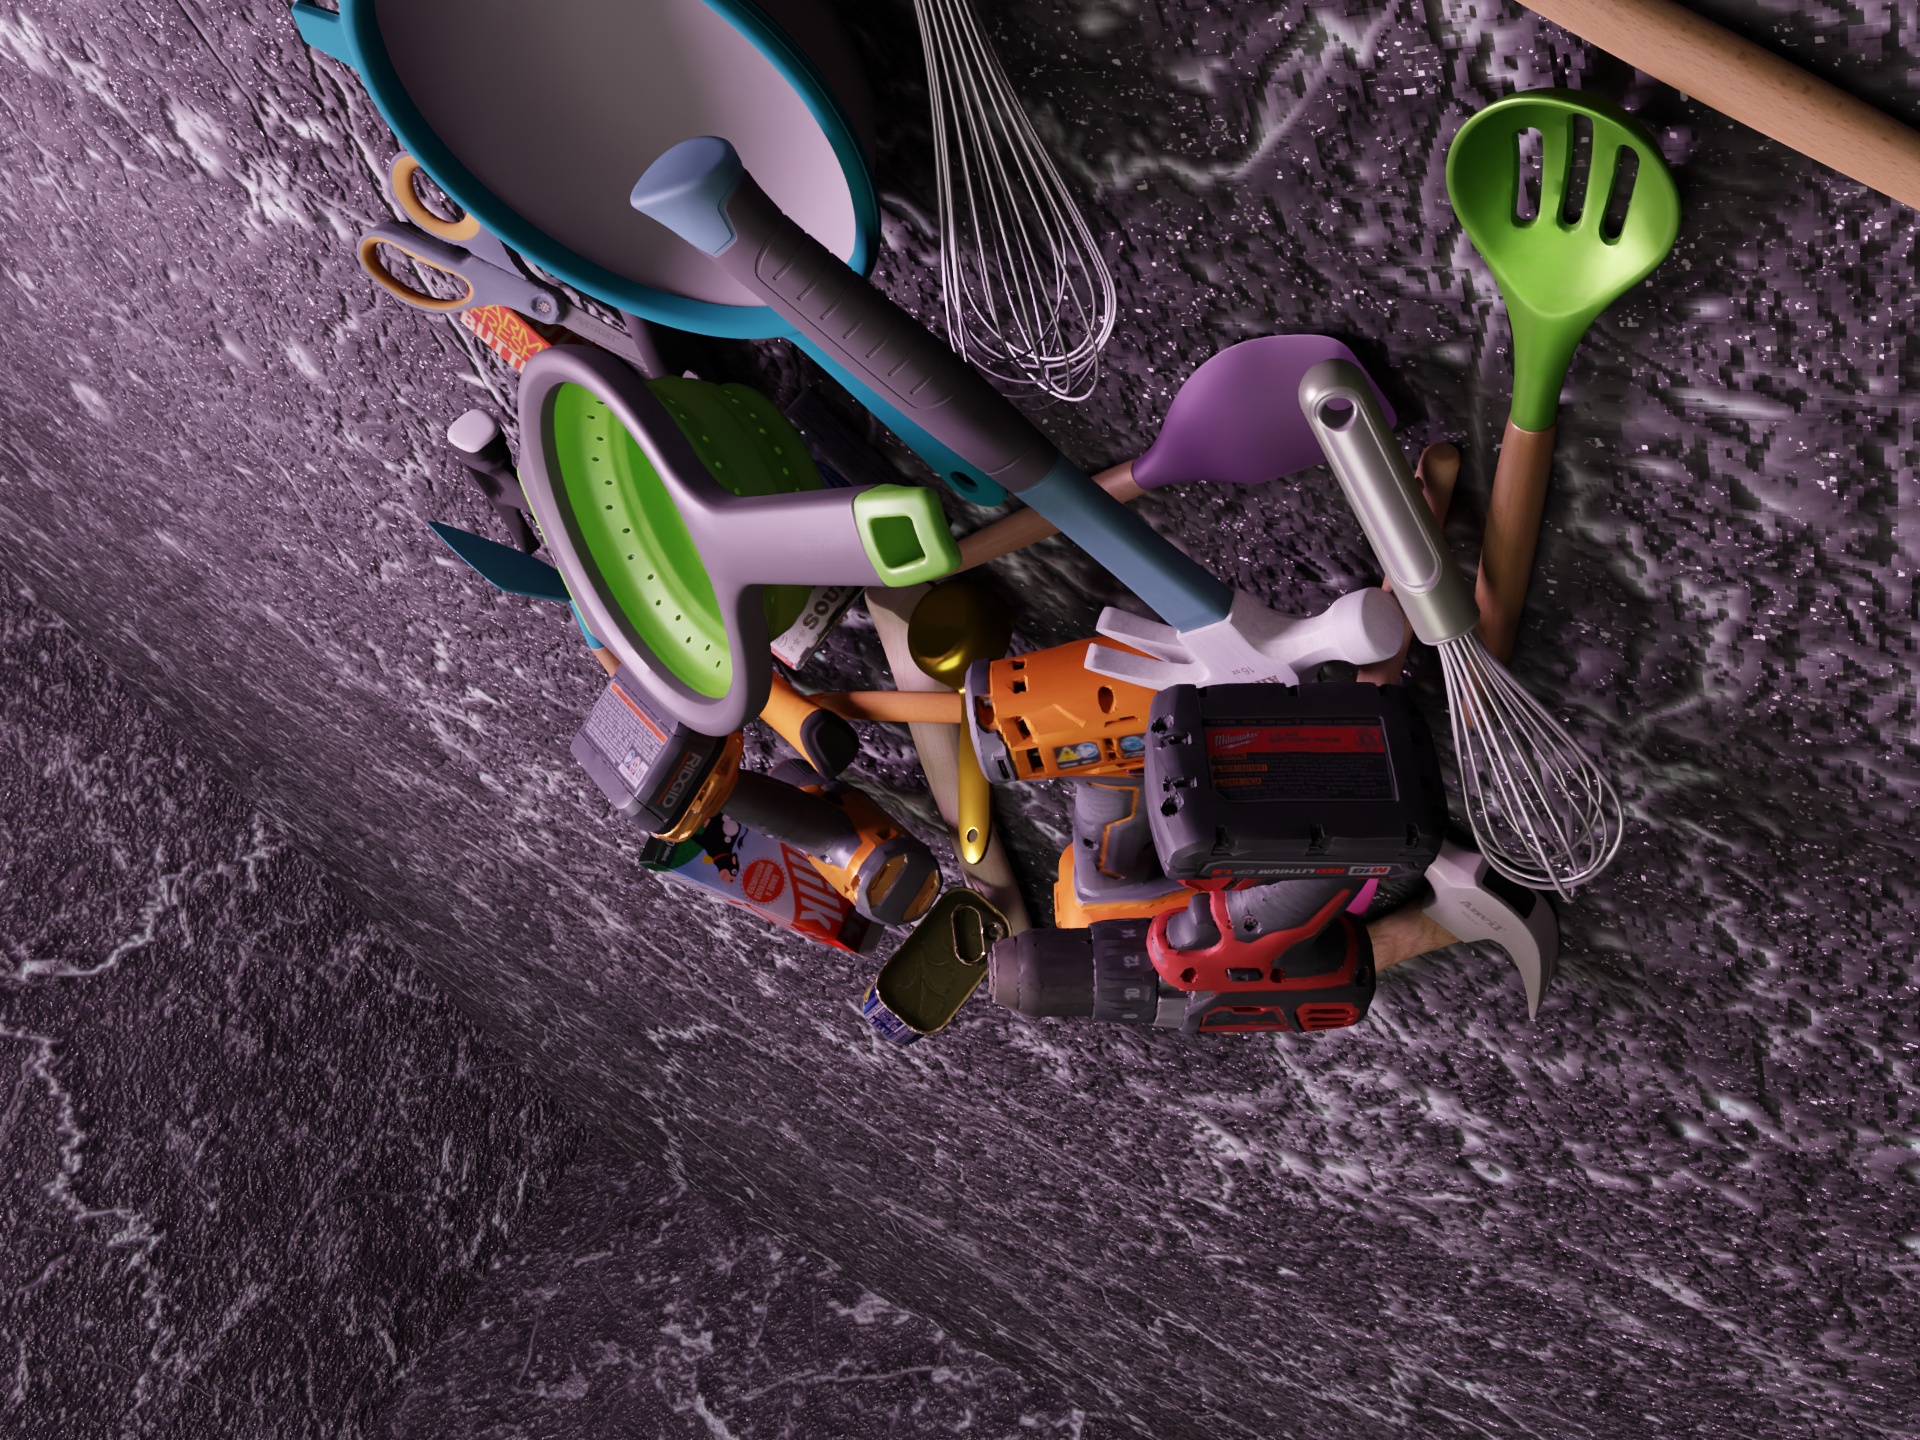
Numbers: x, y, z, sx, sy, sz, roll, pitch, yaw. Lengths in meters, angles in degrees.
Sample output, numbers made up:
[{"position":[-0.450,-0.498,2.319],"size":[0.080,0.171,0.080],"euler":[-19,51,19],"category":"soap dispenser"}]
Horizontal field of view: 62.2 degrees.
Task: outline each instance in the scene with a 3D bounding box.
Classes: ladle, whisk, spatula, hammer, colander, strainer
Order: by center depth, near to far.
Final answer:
[{"position":[0.161,-0.201,0.432],"size":[0.315,0.031,0.069],"euler":[32,156,7],"category":"ladle"},{"position":[0.001,-0.232,0.553],"size":[0.070,0.070,0.284],"euler":[15,141,37],"category":"whisk"},{"position":[0.190,-0.029,0.607],"size":[0.058,0.059,0.246],"euler":[-22,112,27],"category":"whisk"},{"position":[0.020,-0.105,0.612],"size":[0.330,0.033,0.128],"euler":[35,149,-26],"category":"hammer"},{"position":[-0.074,-0.217,0.638],"size":[0.211,0.095,0.340],"euler":[0,151,44],"category":"strainer"},{"position":[0.065,-0.105,0.713],"size":[0.059,0.018,0.316],"euler":[47,151,-16],"category":"spatula"},{"position":[-0.085,-0.096,0.726],"size":[0.397,0.094,0.204],"euler":[8,124,57],"category":"colander"},{"position":[-0.174,-0.246,0.734],"size":[0.073,0.073,0.295],"euler":[21,155,30],"category":"whisk"},{"position":[0.219,0.139,0.908],"size":[0.130,0.031,0.331],"euler":[37,154,0],"category":"hammer"},{"position":[-0.058,-0.016,0.934],"size":[0.323,0.041,0.081],"euler":[2,135,49],"category":"spatula"},{"position":[-0.185,-0.068,0.973],"size":[0.337,0.034,0.127],"euler":[38,163,25],"category":"hammer"},{"position":[-0.007,0.051,1.036],"size":[0.146,0.038,0.410],"euler":[23,150,29],"category":"hammer"},{"position":[-0.238,-0.033,1.056],"size":[0.082,0.044,0.317],"euler":[38,166,32],"category":"spatula"}]

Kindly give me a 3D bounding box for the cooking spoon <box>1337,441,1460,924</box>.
[{"position":[0.182,-0.002,0.714],"size":[0.318,0.017,0.069],"euler":[88,159,-52],"category":"cooking spoon"}]

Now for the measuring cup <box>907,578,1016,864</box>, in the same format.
[{"position":[-0.001,-0.003,0.818],"size":[0.062,0.157,0.029],"euler":[-21,149,35],"category":"measuring cup"}]

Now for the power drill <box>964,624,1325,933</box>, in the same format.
[{"position":[0.107,0.041,0.800],"size":[0.164,0.084,0.226],"euler":[-10,138,11],"category":"power drill"}]

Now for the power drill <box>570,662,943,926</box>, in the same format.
[{"position":[-0.135,0.042,1.028],"size":[0.226,0.084,0.186],"euler":[30,-176,-38],"category":"power drill"}]

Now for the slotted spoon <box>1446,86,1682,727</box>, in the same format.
[{"position":[0.199,-0.091,0.566],"size":[0.070,0.031,0.313],"euler":[23,153,25],"category":"slotted spoon"}]

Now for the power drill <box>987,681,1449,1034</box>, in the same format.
[{"position":[0.109,0.078,0.718],"size":[0.188,0.080,0.226],"euler":[-1,146,-1],"category":"power drill"}]
